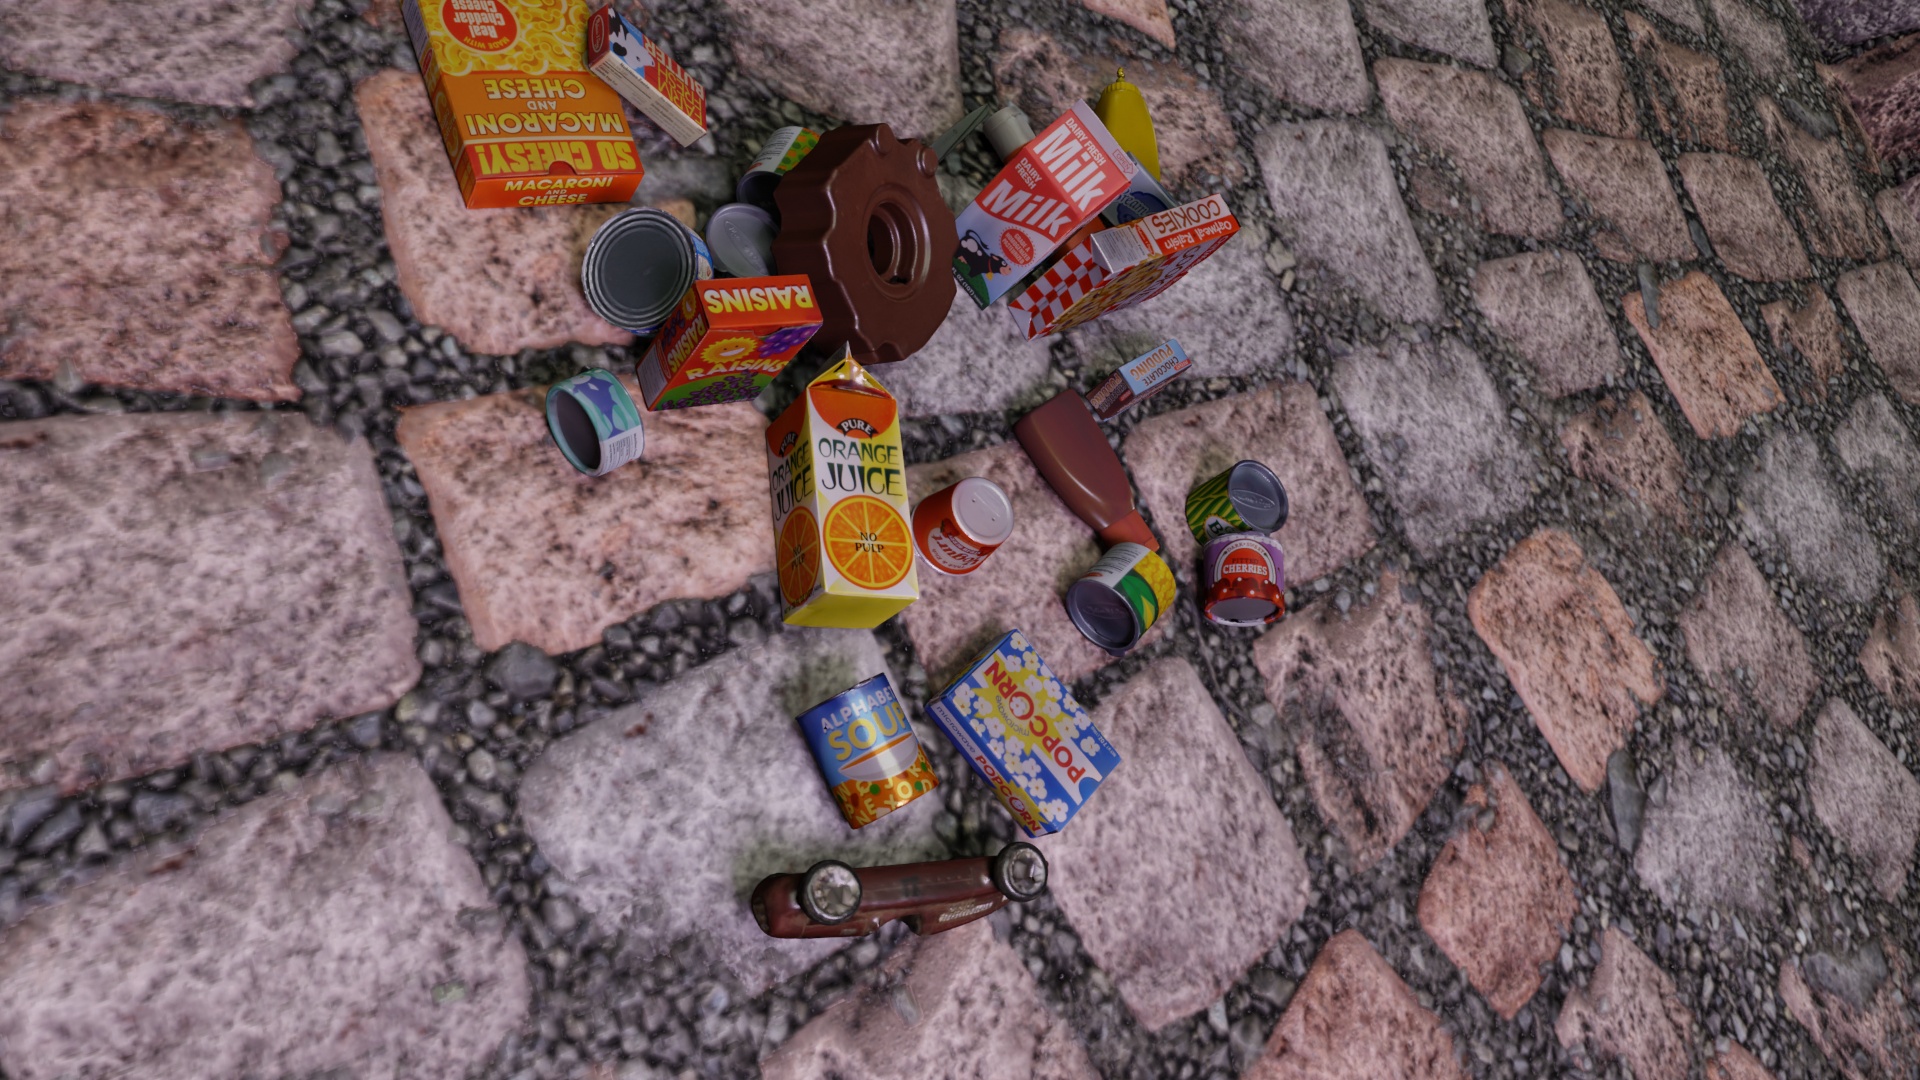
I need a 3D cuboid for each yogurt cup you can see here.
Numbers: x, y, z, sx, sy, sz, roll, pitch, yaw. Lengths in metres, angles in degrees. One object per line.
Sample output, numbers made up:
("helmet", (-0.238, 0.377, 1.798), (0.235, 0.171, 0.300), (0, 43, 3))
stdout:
("yogurt cup", (0.004, -0.013, 1.034), (0.072, 0.053, 0.072), (14, 62, -27))

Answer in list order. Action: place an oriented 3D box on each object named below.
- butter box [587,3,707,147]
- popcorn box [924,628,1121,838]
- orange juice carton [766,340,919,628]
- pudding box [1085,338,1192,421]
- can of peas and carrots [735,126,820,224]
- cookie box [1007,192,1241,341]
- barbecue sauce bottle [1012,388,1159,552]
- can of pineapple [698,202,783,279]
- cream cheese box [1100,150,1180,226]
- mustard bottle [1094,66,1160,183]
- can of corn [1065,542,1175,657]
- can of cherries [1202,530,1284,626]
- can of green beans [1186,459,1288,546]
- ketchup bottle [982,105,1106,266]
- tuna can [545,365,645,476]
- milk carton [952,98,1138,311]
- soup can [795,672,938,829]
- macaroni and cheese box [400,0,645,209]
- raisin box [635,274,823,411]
("butter box", (-0.230, -0.341, 1.024), (0.103, 0.024, 0.053), (33, 40, -50))
("popcorn box", (0.046, 0.139, 1.002), (0.126, 0.038, 0.085), (51, 51, -2))
("orange juice carton", (-0.087, -0.040, 0.979), (0.073, 0.071, 0.193), (5, 67, -31))
("pudding box", (0.152, -0.137, 1.184), (0.084, 0.049, 0.030), (-30, 85, -38))
("can of peas and carrots", (-0.128, -0.271, 1.062), (0.071, 0.070, 0.059), (33, 55, -15))
("cookie box", (0.140, -0.230, 1.172), (0.168, 0.122, 0.040), (-25, 85, -37))
("barbecue sauce bottle", (0.106, -0.047, 1.119), (0.065, 0.043, 0.148), (-32, 88, -37))
("can of pineapple", (-0.165, -0.202, 1.011), (0.071, 0.057, 0.071), (13, 63, -27))
("cream cheese box", (0.162, -0.295, 1.239), (0.103, 0.053, 0.024), (34, 29, -39))
("mustard bottle", (0.151, -0.375, 1.291), (0.065, 0.048, 0.161), (17, 60, -26))
("can of corn", (0.126, 0.045, 1.077), (0.071, 0.071, 0.058), (51, 52, -3))
("can of cherries", (0.233, 0.032, 1.146), (0.071, 0.071, 0.058), (17, 62, -25))
("can of green beans", (0.235, -0.027, 1.181), (0.071, 0.057, 0.071), (13, 63, -27))
("ketchup bottle", (0.072, -0.309, 1.216), (0.065, 0.043, 0.149), (-27, 84, -42))
("tuna can", (-0.240, -0.079, 0.905), (0.033, 0.070, 0.071), (-31, 87, -37))
("milk carton", (0.064, -0.267, 1.100), (0.072, 0.189, 0.074), (50, 53, -3))
("soup can", (-0.060, 0.138, 0.915), (0.071, 0.071, 0.084), (-24, 83, -37))
("macaroni and cheese box", (-0.310, -0.320, 0.985), (0.124, 0.040, 0.166), (-13, 77, -35))
("raisin box", (-0.159, -0.133, 0.943), (0.086, 0.123, 0.040), (-10, 75, -35))
